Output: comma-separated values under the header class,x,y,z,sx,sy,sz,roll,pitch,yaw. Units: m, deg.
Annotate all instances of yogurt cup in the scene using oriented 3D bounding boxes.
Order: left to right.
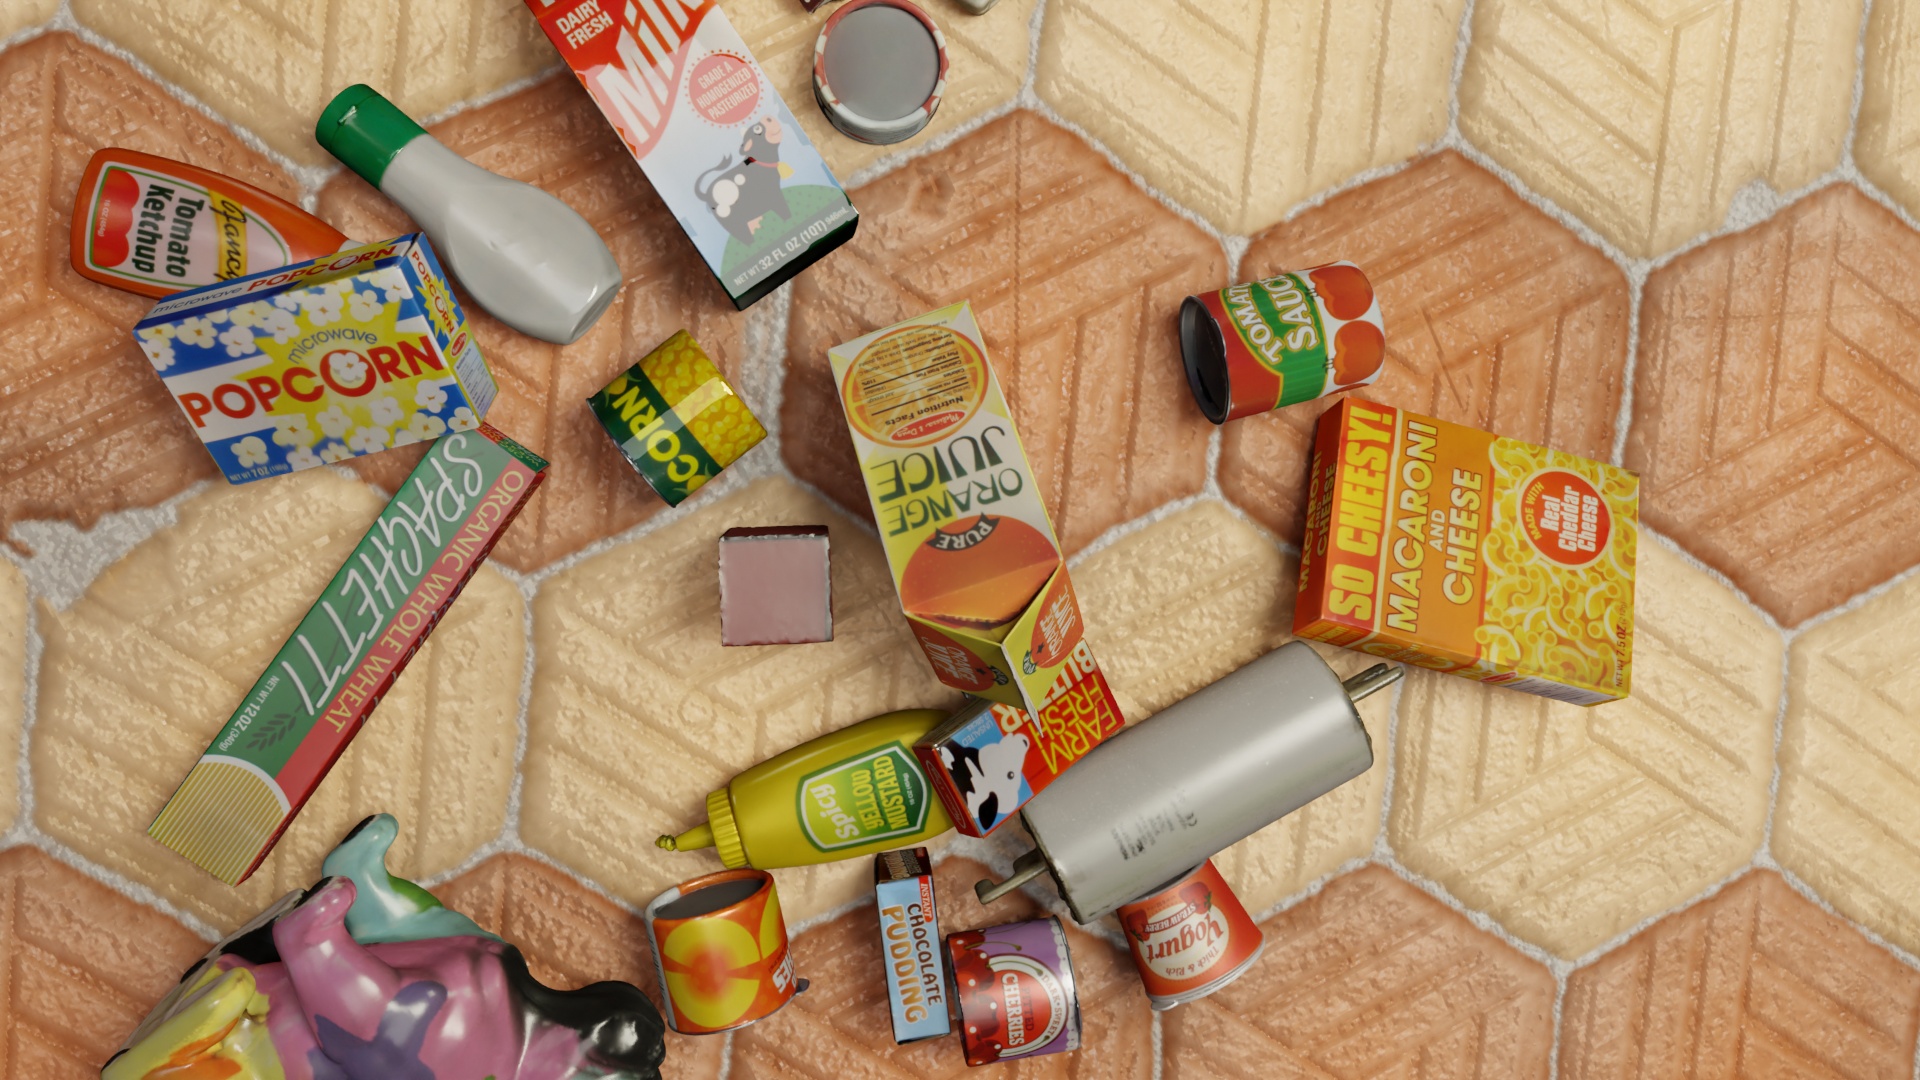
class,x,y,z,sx,sy,sz,roll,pitch,yaw
yogurt cup,0.115,0.197,0.714,0.072,0.072,0.054,-27,89,-4

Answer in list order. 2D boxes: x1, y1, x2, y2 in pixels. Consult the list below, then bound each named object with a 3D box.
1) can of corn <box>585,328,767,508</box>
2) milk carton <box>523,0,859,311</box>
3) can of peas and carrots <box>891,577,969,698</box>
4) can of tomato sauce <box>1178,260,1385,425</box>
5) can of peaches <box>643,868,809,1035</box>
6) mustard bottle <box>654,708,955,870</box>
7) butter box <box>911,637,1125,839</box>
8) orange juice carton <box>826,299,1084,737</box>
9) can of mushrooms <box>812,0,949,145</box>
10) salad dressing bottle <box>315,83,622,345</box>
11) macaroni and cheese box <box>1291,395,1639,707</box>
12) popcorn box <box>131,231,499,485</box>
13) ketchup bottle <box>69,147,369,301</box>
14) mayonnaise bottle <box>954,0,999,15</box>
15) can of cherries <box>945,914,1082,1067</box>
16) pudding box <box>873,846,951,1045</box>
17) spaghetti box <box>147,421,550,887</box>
class,x,y,z,sx,sy,sz,roll,pitch,yaw
can of corn,-0.134,-0.058,0.661,0.058,0.071,0.071,-38,98,-4
milk carton,-0.131,-0.207,0.650,0.072,0.073,0.190,-34,97,-3
can of peas and carrots,0.009,0.033,0.687,0.059,0.071,0.071,-32,97,-4
can of tomato sauce,0.160,-0.101,0.696,0.083,0.071,0.071,-15,96,-6
can of peaches,-0.115,0.200,0.683,0.071,0.071,0.058,-13,95,-6
mustard bottle,-0.073,0.132,0.692,0.160,0.049,0.065,-17,95,-6
butter box,0.031,0.094,0.681,0.104,0.024,0.053,-34,104,-28
orange juice carton,0.002,-0.008,0.628,0.073,0.071,0.193,-19,59,1
can of mushrooms,-0.040,-0.233,0.680,0.071,0.033,0.071,-1,94,-6
salad dressing bottle,-0.232,-0.155,0.657,0.147,0.044,0.064,39,85,-7
macaroni and cheese box,0.260,0.007,0.712,0.166,0.040,0.124,14,71,-7
popcorn box,-0.289,-0.081,0.630,0.127,0.038,0.084,-13,124,5
ketchup bottle,-0.326,-0.133,0.647,0.149,0.043,0.064,14,96,-8
mayonnaise bottle,-0.021,-0.330,0.672,0.064,0.041,0.148,-42,96,8
can of cherries,0.026,0.227,0.700,0.058,0.071,0.071,-7,95,-6
pudding box,-0.025,0.204,0.703,0.030,0.049,0.083,-7,94,-5
spaghetti box,-0.293,0.051,0.670,0.050,0.029,0.250,36,89,-9
